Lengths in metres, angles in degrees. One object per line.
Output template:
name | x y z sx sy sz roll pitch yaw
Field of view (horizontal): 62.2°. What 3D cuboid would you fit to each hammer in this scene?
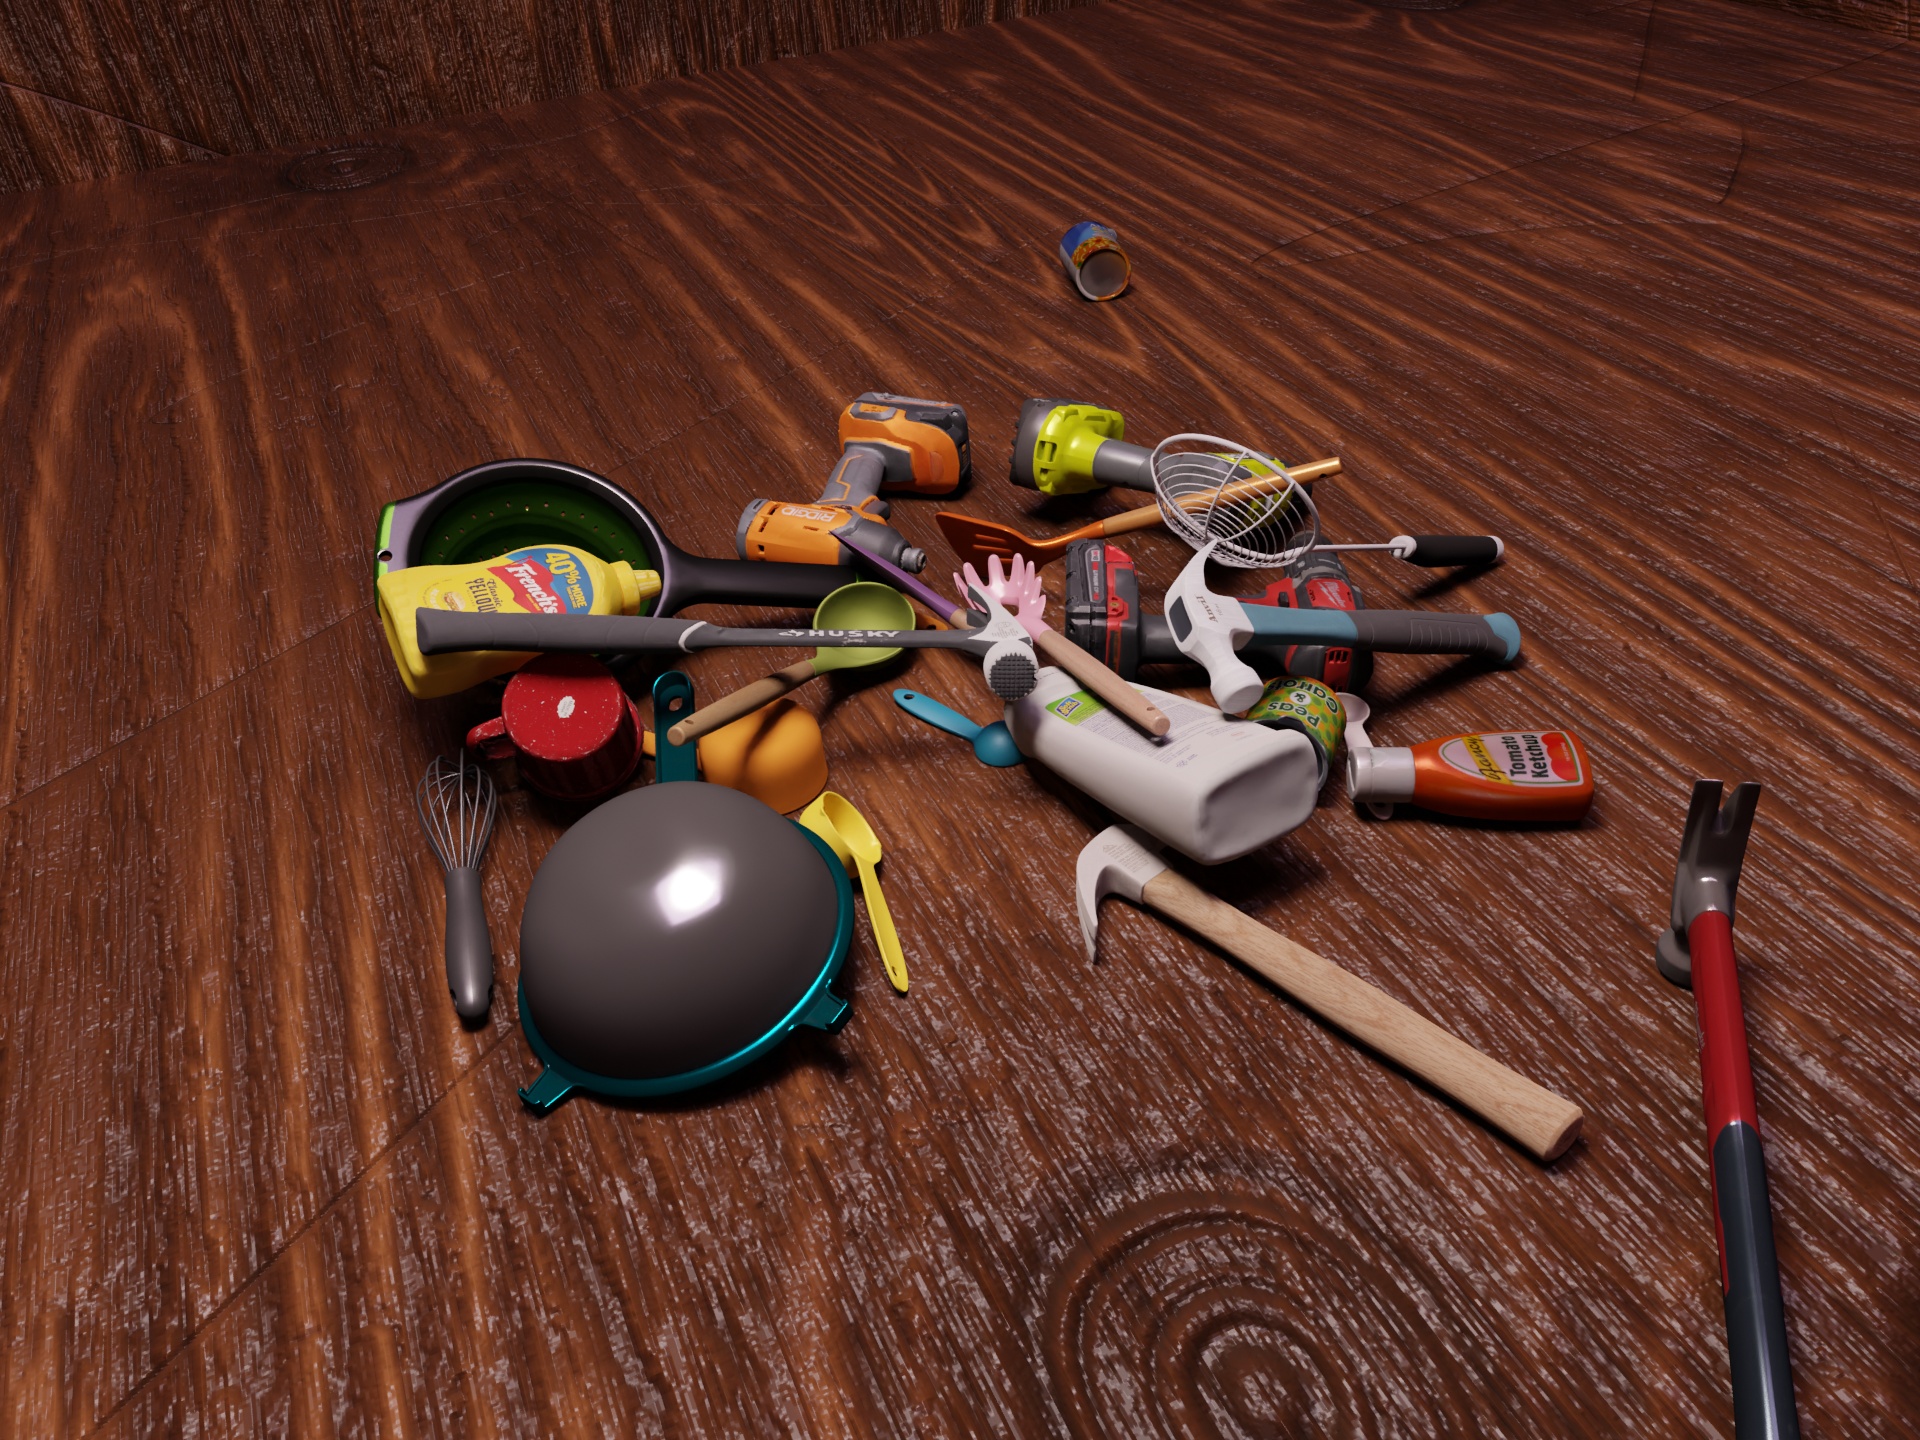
hammer | -0.158 -0.059 1.068 0.409 0.036 0.149 1 23 -5
hammer | 0.273 -0.061 1.091 0.330 0.033 0.128 0 50 -35
hammer | 0.368 0.199 0.749 0.038 0.143 0.387 4 41 16
hammer | 0.197 0.148 0.914 0.130 0.031 0.332 -30 43 -31

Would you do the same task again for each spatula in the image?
spatula | 0.136 -0.163 1.239 0.322 0.080 0.041 -13 50 22
spatula | 0.016 -0.065 1.199 0.316 0.059 0.018 36 92 29

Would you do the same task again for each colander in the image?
colander | -0.250 -0.092 1.252 0.397 0.094 0.205 2 60 -18

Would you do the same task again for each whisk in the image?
whisk | -0.320 0.102 1.027 0.055 0.055 0.239 -13 41 -11

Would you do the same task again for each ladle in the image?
ladle | -0.116 -0.040 1.109 0.078 0.062 0.320 23 21 14

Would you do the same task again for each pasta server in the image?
pasta server | 0.069 -0.055 1.094 0.060 0.040 0.316 -18 24 -13

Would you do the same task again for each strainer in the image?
strainer | -0.184 0.063 0.972 0.211 0.095 0.341 -16 44 3

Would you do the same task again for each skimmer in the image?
skimmer | 0.291 -0.158 1.180 0.363 0.090 0.127 -4 7 -38

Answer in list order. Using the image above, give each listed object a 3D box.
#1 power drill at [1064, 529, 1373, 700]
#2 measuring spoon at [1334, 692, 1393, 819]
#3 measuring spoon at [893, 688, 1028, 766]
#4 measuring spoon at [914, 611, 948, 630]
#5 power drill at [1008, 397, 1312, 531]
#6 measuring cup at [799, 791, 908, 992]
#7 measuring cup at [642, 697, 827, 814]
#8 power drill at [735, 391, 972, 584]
power drill | 0.193 -0.089 1.209 0.226 0.080 0.188 1 36 4
measuring spoon | 0.274 0.027 1.093 0.034 0.018 0.124 -1 42 -4
measuring spoon | -0.002 -0.004 1.154 0.129 0.021 0.042 27 46 33
measuring spoon | -0.062 -0.084 1.287 0.117 0.011 0.021 17 48 22
power drill | 0.176 -0.215 1.360 0.229 0.080 0.190 21 20 32
measuring cup | -0.066 0.111 0.995 0.029 0.062 0.157 -36 48 16
measuring cup | -0.177 0.012 1.127 0.174 0.052 0.095 15 40 22
power drill | -0.071 -0.195 1.383 0.164 0.084 0.227 13 43 22
